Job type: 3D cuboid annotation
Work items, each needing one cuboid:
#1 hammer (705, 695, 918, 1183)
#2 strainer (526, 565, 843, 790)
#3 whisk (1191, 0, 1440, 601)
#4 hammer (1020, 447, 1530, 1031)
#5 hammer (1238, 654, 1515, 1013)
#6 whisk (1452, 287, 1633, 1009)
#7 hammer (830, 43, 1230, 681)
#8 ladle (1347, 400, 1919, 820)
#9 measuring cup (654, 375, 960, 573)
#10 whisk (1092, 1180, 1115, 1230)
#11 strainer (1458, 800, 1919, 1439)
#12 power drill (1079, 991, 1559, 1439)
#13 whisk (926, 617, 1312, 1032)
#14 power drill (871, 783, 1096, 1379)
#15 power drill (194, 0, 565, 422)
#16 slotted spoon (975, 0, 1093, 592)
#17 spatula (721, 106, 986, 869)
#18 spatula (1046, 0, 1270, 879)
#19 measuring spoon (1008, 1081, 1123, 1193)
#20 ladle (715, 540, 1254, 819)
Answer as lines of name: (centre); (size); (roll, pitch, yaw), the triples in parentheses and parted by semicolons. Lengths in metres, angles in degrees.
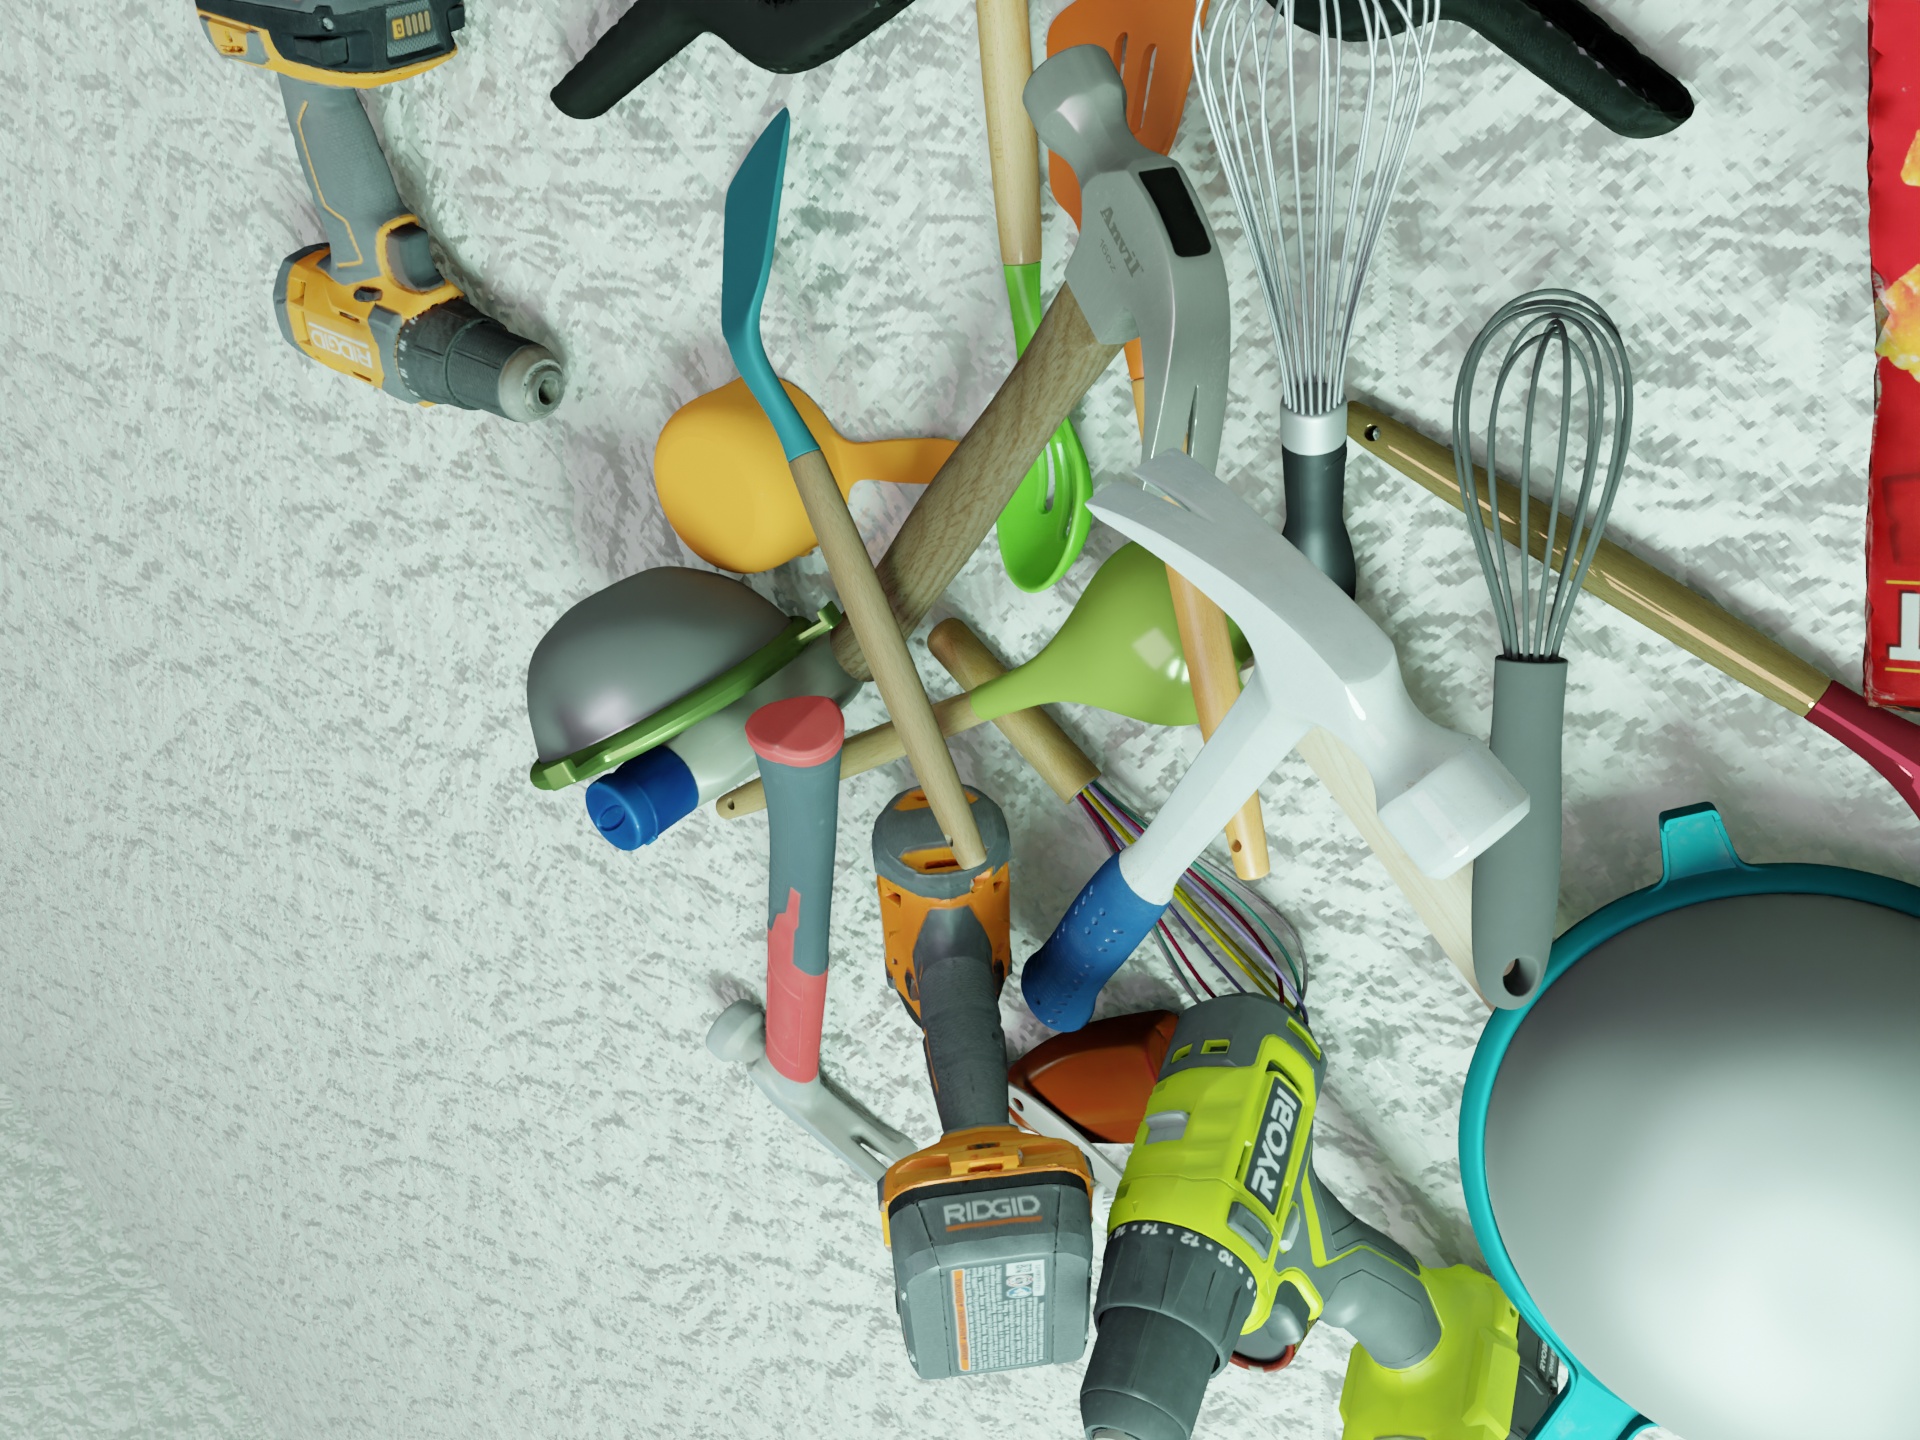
hammer: (-0.071, 0.122, 0.811); (0.143, 0.038, 0.386); (35, 148, 17)
strainer: (-0.169, -0.034, 0.797); (0.069, 0.151, 0.256); (62, 160, -13)
whisk: (0.115, -0.125, 0.522); (0.070, 0.070, 0.284); (20, 143, 30)
hammer: (0.069, 0.050, 0.597); (0.144, 0.035, 0.405); (52, 160, 14)
hammer: (0.235, 0.137, 0.609); (0.410, 0.038, 0.146); (52, 138, -4)
whisk: (0.185, -0.018, 0.522); (0.055, 0.055, 0.239); (8, 104, 37)
hammer: (0.008, -0.092, 0.619); (0.130, 0.031, 0.331); (66, 152, 13)
ladle: (0.256, -0.021, 0.521); (0.315, 0.031, 0.069); (37, 113, 19)
measuring cup: (-0.069, -0.109, 0.718); (0.174, 0.052, 0.095); (7, 120, 39)
whisk: (0.083, 0.251, 0.823); (0.246, 0.057, 0.059); (-28, 61, 50)
strainer: (0.241, 0.212, 0.523); (0.211, 0.095, 0.340); (31, 104, 9)
power drill: (0.143, 0.250, 0.643); (0.080, 0.191, 0.228); (-24, 117, 42)
whisk: (0.070, 0.048, 0.713); (0.245, 0.047, 0.051); (48, 125, 12)
power drill: (0.003, 0.161, 0.702); (0.084, 0.227, 0.164); (-6, 137, -3)
power drill: (-0.279, -0.260, 0.785); (0.185, 0.084, 0.226); (25, 134, 26)
slotted spoon: (0.023, -0.200, 0.603); (0.070, 0.031, 0.313); (37, 139, 57)
spatula: (-0.045, -0.090, 0.665); (0.082, 0.044, 0.317); (-20, 92, 62)
spatula: (0.080, -0.100, 0.566); (0.081, 0.041, 0.322); (-1, 106, 50)
measuring spoon: (0.062, 0.220, 0.773); (0.124, 0.018, 0.034); (38, 140, 17)
ladle: (-0.001, -0.002, 0.706); (0.320, 0.062, 0.078); (-22, 87, 42)
